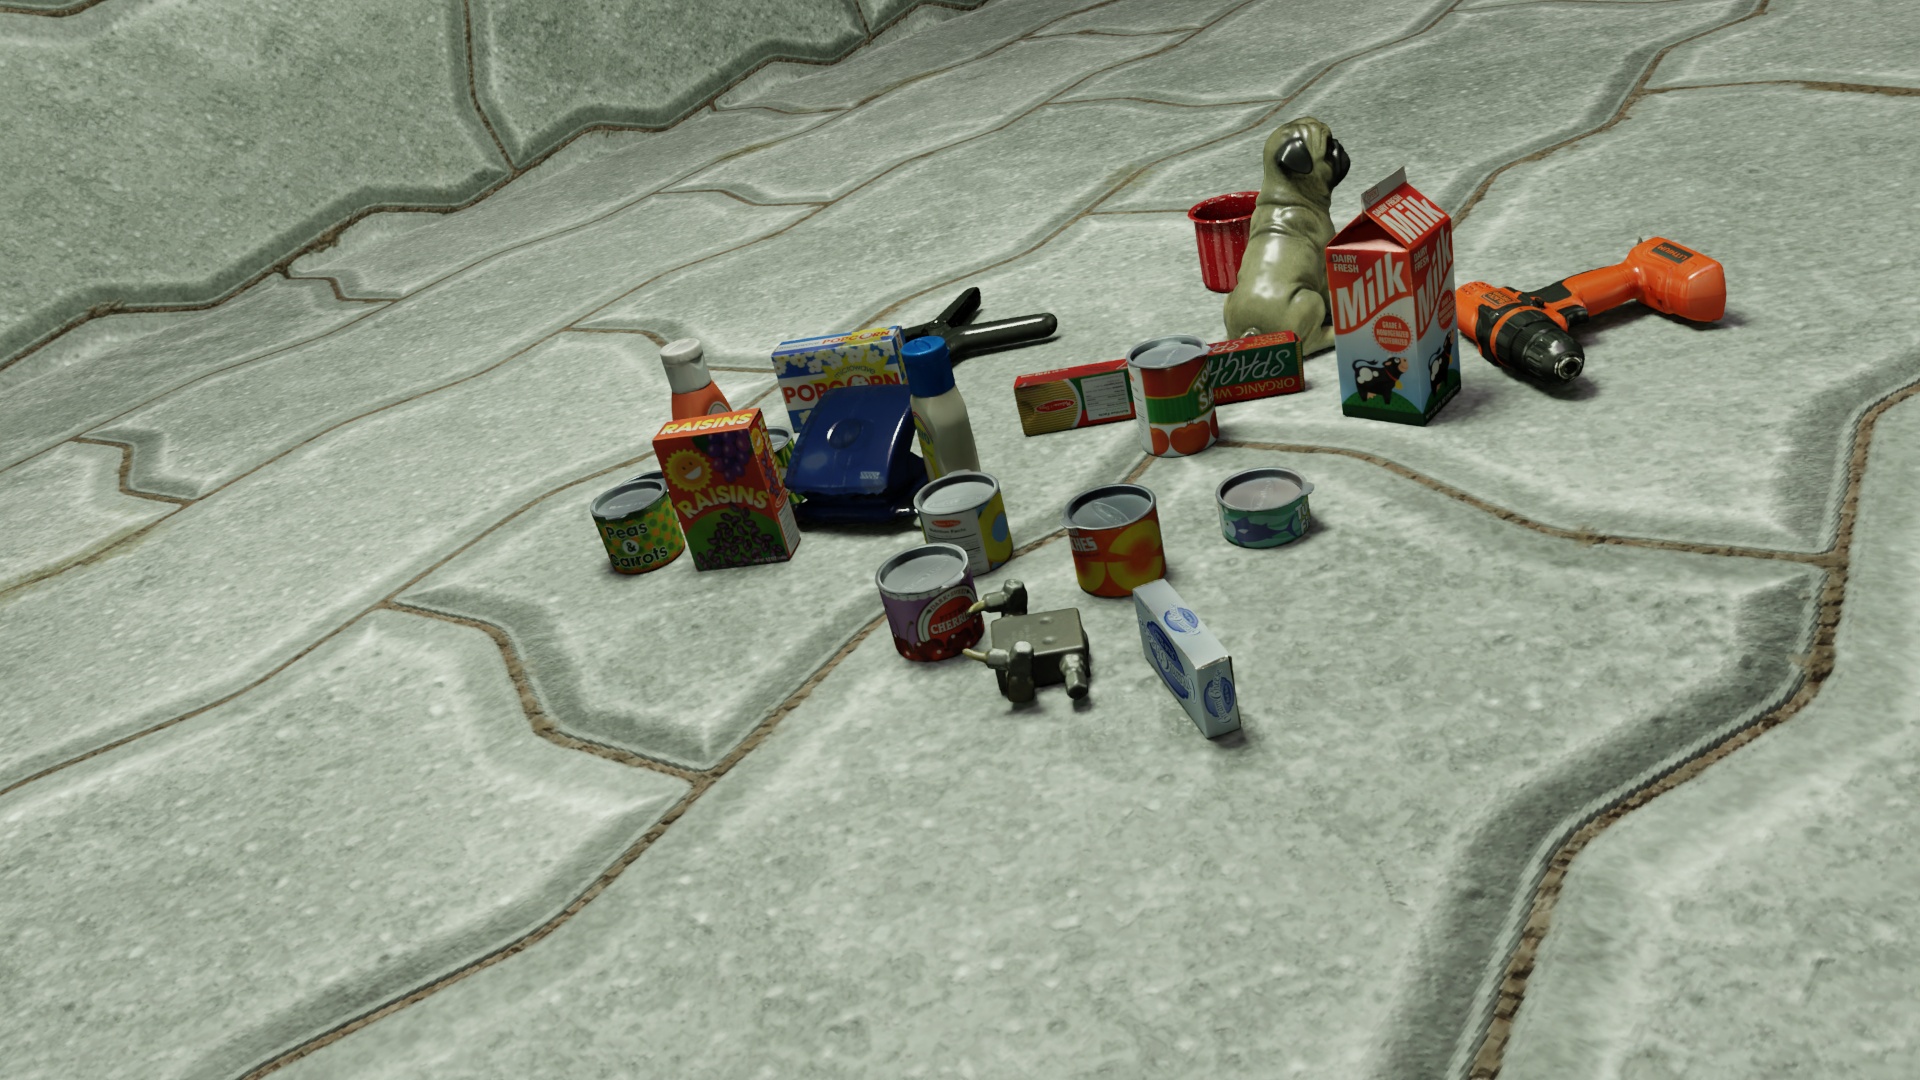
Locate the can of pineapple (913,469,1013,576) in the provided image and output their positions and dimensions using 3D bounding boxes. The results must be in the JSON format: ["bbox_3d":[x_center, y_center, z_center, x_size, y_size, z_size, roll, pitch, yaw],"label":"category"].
[{"bbox_3d":[0.004,-0.013,1.062,0.071,0.057,0.071,-11,28,6],"label":"can of pineapple"}]

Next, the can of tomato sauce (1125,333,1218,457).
[{"bbox_3d":[0.178,-0.120,1.151,0.071,0.082,0.071,-11,28,6],"label":"can of tomato sauce"}]

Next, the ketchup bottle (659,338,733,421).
[{"bbox_3d":[-0.229,-0.105,1.239,0.043,0.148,0.065,6,34,33],"label":"ketchup bottle"}]

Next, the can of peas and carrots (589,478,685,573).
[{"bbox_3d":[-0.275,-0.011,1.183,0.071,0.058,0.071,-11,28,6],"label":"can of peas and carrots"}]

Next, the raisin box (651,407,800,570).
[{"bbox_3d":[-0.189,-0.041,1.130,0.086,0.122,0.040,-6,29,14],"label":"raisin box"}]

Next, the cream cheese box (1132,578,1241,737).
[{"bbox_3d":[0.138,0.071,0.853,0.024,0.053,0.104,-18,28,-7],"label":"cream cheese box"}]

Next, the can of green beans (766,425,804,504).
[{"bbox_3d":[-0.173,-0.061,1.229,0.071,0.057,0.071,-11,28,6],"label":"can of green beans"}]

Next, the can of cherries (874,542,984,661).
[{"bbox_3d":[-0.020,0.044,0.968,0.071,0.058,0.072,-11,28,6],"label":"can of cherries"}]

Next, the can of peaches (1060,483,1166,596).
[{"bbox_3d":[0.109,0.000,0.989,0.071,0.057,0.071,-11,28,6],"label":"can of peaches"}]

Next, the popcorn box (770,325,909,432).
[{"bbox_3d":[-0.111,-0.156,1.345,0.126,0.085,0.038,-6,29,15],"label":"popcorn box"}]

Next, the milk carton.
[{"bbox_3d":[0.341,-0.193,1.097,0.073,0.189,0.073,13,38,41],"label":"milk carton"}]

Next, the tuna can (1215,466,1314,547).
[{"bbox_3d":[0.223,-0.024,1.010,0.071,0.032,0.071,-11,28,6],"label":"tuna can"}]

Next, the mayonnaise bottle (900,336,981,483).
[{"bbox_3d":[-0.014,-0.089,1.113,0.041,0.147,0.065,-22,29,-14],"label":"mayonnaise bottle"}]

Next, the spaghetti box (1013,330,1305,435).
[{"bbox_3d":[0.174,-0.138,1.220,0.250,0.050,0.029,-9,28,10],"label":"spaghetti box"}]

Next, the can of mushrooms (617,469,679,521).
[{"bbox_3d":[-0.281,-0.033,1.253,0.071,0.033,0.071,-11,28,6],"label":"can of mushrooms"}]
